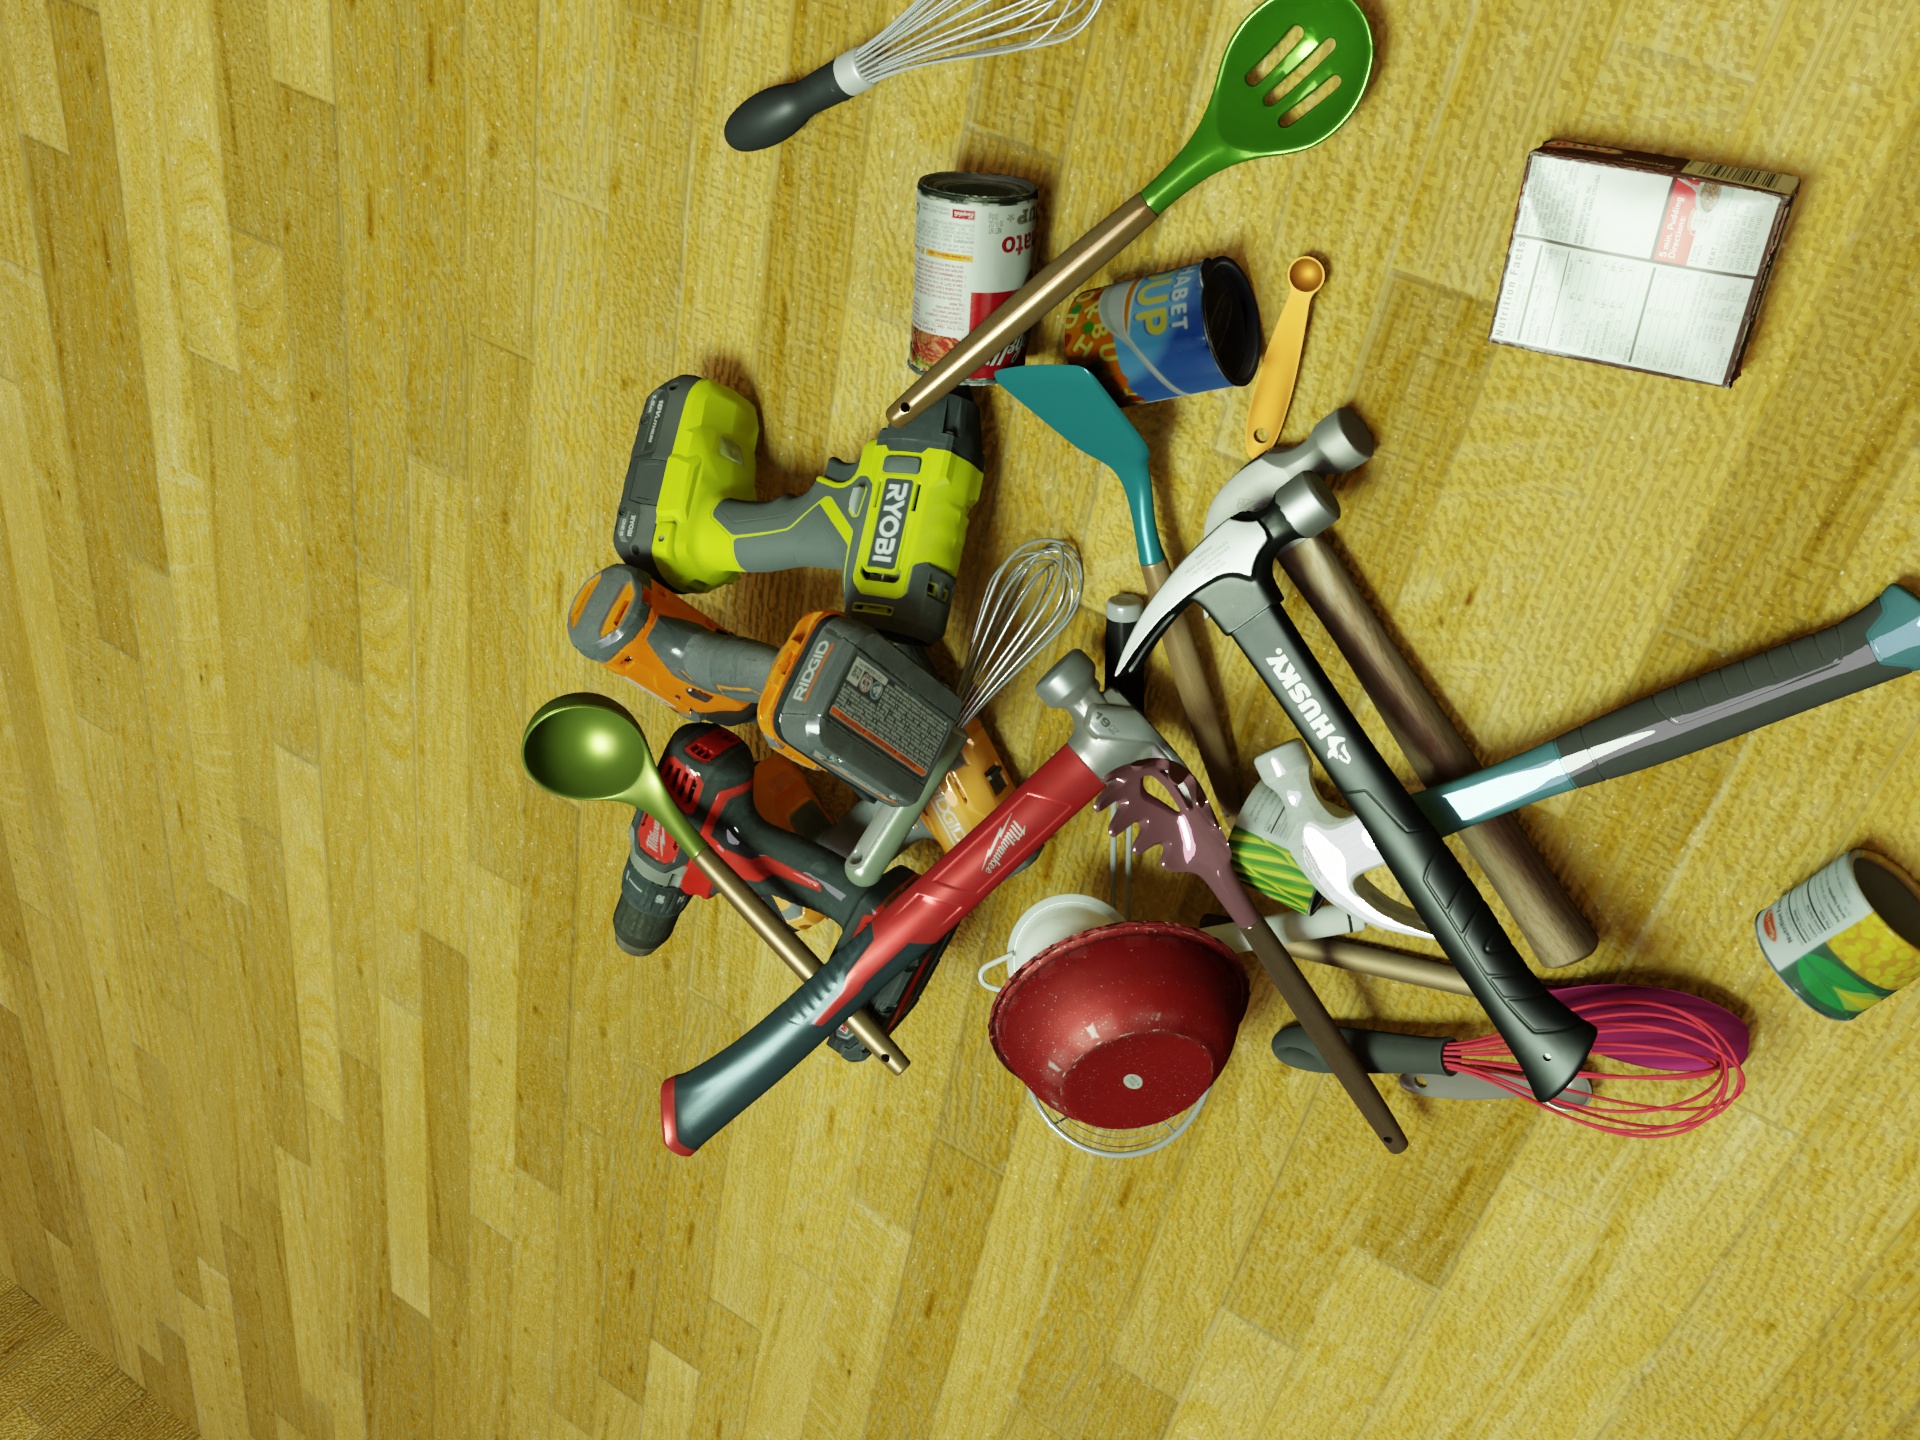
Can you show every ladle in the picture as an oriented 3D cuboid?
[{"bbox_3d":[-0.150,0.106,0.992,0.320,0.062,0.078,46,115,5],"label":"ladle"}]

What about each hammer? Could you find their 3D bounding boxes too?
[{"bbox_3d":[0.247,-0.002,0.878,0.130,0.031,0.331,-30,96,40],"label":"hammer"},{"bbox_3d":[-0.024,0.138,0.954,0.386,0.038,0.143,-43,93,6],"label":"hammer"},{"bbox_3d":[0.318,0.015,0.801,0.331,0.033,0.128,-26,87,30],"label":"hammer"},{"bbox_3d":[0.214,0.047,0.825,0.146,0.035,0.335,-37,81,27],"label":"hammer"}]

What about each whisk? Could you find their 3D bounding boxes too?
[{"bbox_3d":[-0.002,-0.003,0.969,0.246,0.059,0.058,-58,32,7],"label":"whisk"},{"bbox_3d":[0.302,0.197,0.922,0.296,0.073,0.073,-9,110,48],"label":"whisk"},{"bbox_3d":[-0.034,-0.361,0.853,0.285,0.070,0.070,-8,110,41],"label":"whisk"}]

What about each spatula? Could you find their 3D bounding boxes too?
[{"bbox_3d":[0.109,-0.064,0.912,0.082,0.044,0.317,13,132,53],"label":"spatula"}]

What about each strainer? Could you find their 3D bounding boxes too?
[{"bbox_3d":[0.134,0.137,0.967,0.258,0.050,0.087,-12,90,7],"label":"strainer"}]

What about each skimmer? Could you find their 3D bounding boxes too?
[{"bbox_3d":[0.100,0.104,0.996,0.127,0.090,0.363,2,116,9],"label":"skimmer"}]

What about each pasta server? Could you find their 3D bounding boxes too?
[{"bbox_3d":[0.179,0.141,0.923,0.060,0.040,0.316,-22,111,36],"label":"pasta server"}]

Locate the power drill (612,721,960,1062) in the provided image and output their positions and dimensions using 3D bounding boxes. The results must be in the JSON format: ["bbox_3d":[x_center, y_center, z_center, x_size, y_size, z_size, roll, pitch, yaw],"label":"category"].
[{"bbox_3d":[-0.130,0.129,1.064,0.227,0.080,0.187,33,120,12],"label":"power drill"}]

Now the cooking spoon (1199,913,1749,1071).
[{"bbox_3d":[0.291,0.153,0.942,0.319,0.017,0.068,9,134,30],"label":"cooking spoon"}]

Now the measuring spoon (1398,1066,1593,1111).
[{"bbox_3d":[0.323,0.217,0.963,0.124,0.018,0.034,-11,105,45],"label":"measuring spoon"}]

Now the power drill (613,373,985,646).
[{"bbox_3d":[-0.094,-0.143,0.974,0.223,0.080,0.171,9,84,29],"label":"power drill"}]

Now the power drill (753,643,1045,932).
[{"bbox_3d":[-0.073,0.044,1.088,0.226,0.084,0.185,-21,102,35],"label":"power drill"}]

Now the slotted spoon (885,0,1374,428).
[{"bbox_3d":[0.076,-0.250,0.815,0.313,0.031,0.070,-36,92,26],"label":"slotted spoon"}]

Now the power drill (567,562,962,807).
[{"bbox_3d":[-0.113,-0.019,0.962,0.227,0.084,0.164,17,167,39],"label":"power drill"}]

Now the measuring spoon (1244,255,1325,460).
[{"bbox_3d":[0.171,-0.191,0.842,0.021,0.011,0.116,24,129,17],"label":"measuring spoon"}]
